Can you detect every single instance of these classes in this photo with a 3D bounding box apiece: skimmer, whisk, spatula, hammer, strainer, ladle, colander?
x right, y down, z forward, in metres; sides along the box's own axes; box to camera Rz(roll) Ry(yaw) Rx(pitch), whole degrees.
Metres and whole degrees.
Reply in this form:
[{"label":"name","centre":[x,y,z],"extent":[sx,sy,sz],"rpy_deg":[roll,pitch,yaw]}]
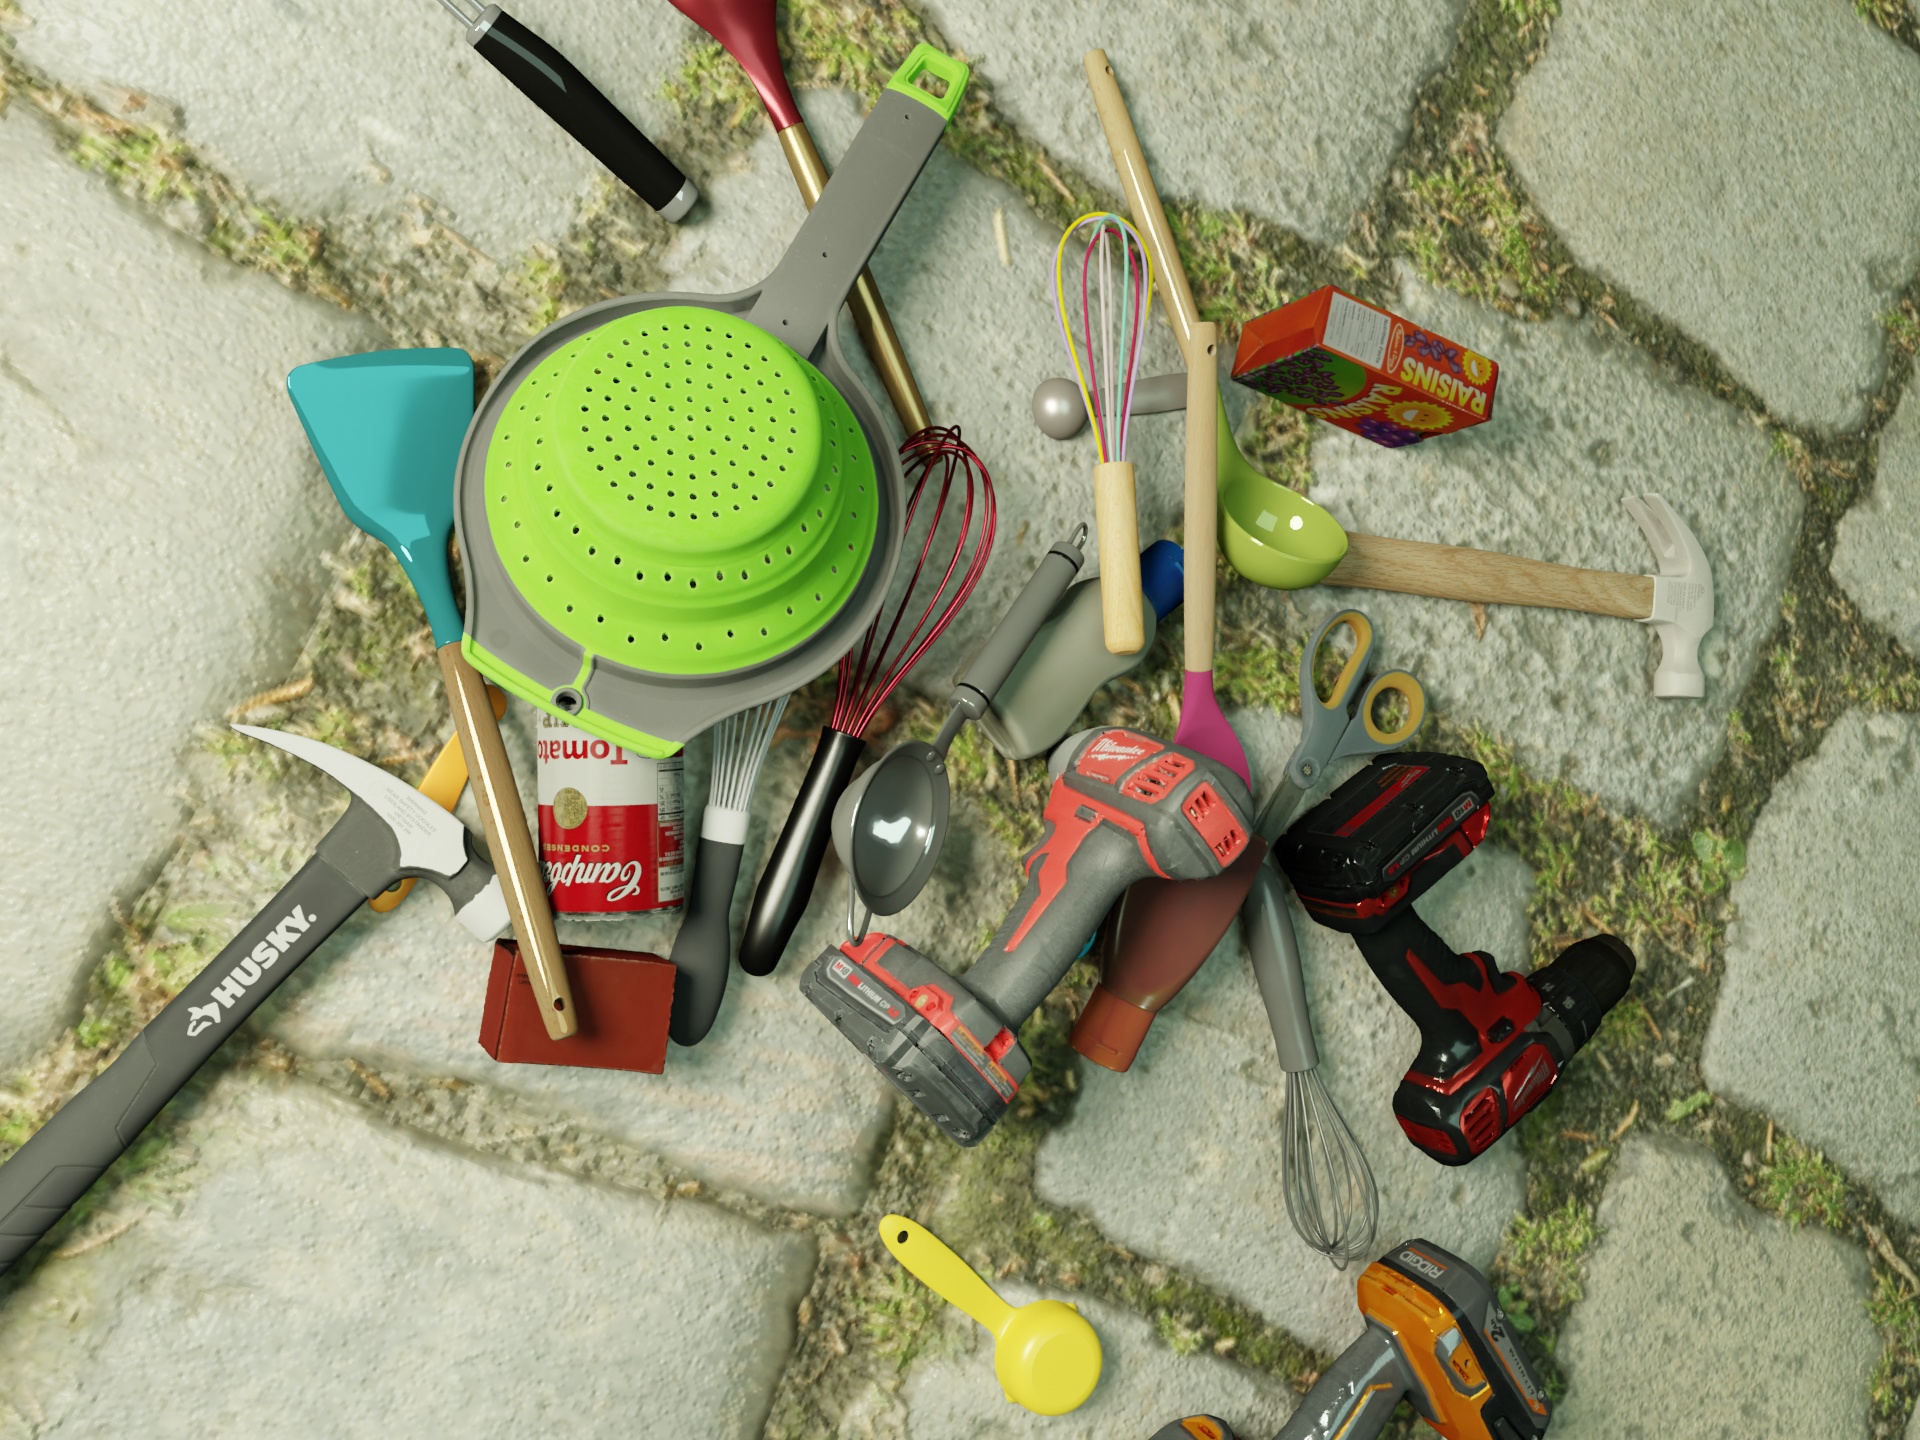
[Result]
[{"label":"skimmer","centre":[-0.275,-0.353,0.721],"extent":[0.363,0.090,0.127],"rpy_deg":[38,72,-29]},{"label":"whisk","centre":[0.195,0.198,0.914],"extent":[0.055,0.055,0.239],"rpy_deg":[-13,90,-24]},{"label":"spatula","centre":[-0.220,-0.012,0.712],"extent":[0.082,0.044,0.317],"rpy_deg":[-14,81,-28]},{"label":"hammer","centre":[0.342,-0.090,0.992],"extent":[0.331,0.031,0.130],"rpy_deg":[5,88,-24]},{"label":"strainer","centre":[-0.001,-0.003,0.790],"extent":[0.258,0.050,0.086],"rpy_deg":[-56,144,-22]},{"label":"whisk","centre":[-0.051,-0.011,0.801],"extent":[0.073,0.073,0.296],"rpy_deg":[22,86,-22]},{"label":"ladle","centre":[0.135,-0.223,0.881],"extent":[0.078,0.062,0.320],"rpy_deg":[-21,92,-42]},{"label":"whisk","centre":[0.084,-0.157,0.848],"extent":[0.047,0.051,0.245],"rpy_deg":[3,80,-35]},{"label":"ladle","centre":[-0.077,-0.276,0.811],"extent":[0.069,0.031,0.315],"rpy_deg":[-29,102,-22]},{"label":"whisk","centre":[-0.109,0.019,0.779],"extent":[0.070,0.070,0.284],"rpy_deg":[10,90,-24]},{"label":"colander","centre":[-0.085,-0.180,0.719],"extent":[0.204,0.094,0.397],"rpy_deg":[27,71,-3]},{"label":"hammer","centre":[-0.352,0.149,0.673],"extent":[0.146,0.035,0.335],"rpy_deg":[45,74,-12]}]

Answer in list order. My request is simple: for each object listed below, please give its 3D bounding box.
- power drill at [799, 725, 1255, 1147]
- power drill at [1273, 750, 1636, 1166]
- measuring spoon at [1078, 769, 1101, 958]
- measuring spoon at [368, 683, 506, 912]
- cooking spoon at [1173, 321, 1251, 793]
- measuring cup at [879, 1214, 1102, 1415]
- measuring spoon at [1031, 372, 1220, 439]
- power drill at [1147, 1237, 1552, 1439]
[{"label":"power drill","centre":[0.033,0.091,0.798],"extent":[0.220,0.143,0.078],"rpy_deg":[-45,119,-12]},{"label":"power drill","centre":[0.306,0.128,0.950],"extent":[0.188,0.080,0.226],"rpy_deg":[-35,106,-20]},{"label":"measuring spoon","centre":[0.063,0.071,0.877],"extent":[0.042,0.021,0.129],"rpy_deg":[25,70,-23]},{"label":"measuring spoon","centre":[-0.243,0.036,0.739],"extent":[0.021,0.011,0.117],"rpy_deg":[29,78,-21]},{"label":"cooking spoon","centre":[0.130,-0.053,0.866],"extent":[0.068,0.017,0.318],"rpy_deg":[-10,109,-25]},{"label":"measuring cup","centre":[0.016,0.312,0.840],"extent":[0.156,0.029,0.062],"rpy_deg":[45,73,-19]},{"label":"measuring spoon","centre":[0.097,-0.182,0.890],"extent":[0.124,0.018,0.034],"rpy_deg":[-13,94,-24]},{"label":"power drill","centre":[0.223,0.425,0.907],"extent":[0.226,0.084,0.164],"rpy_deg":[-32,102,-17]}]
